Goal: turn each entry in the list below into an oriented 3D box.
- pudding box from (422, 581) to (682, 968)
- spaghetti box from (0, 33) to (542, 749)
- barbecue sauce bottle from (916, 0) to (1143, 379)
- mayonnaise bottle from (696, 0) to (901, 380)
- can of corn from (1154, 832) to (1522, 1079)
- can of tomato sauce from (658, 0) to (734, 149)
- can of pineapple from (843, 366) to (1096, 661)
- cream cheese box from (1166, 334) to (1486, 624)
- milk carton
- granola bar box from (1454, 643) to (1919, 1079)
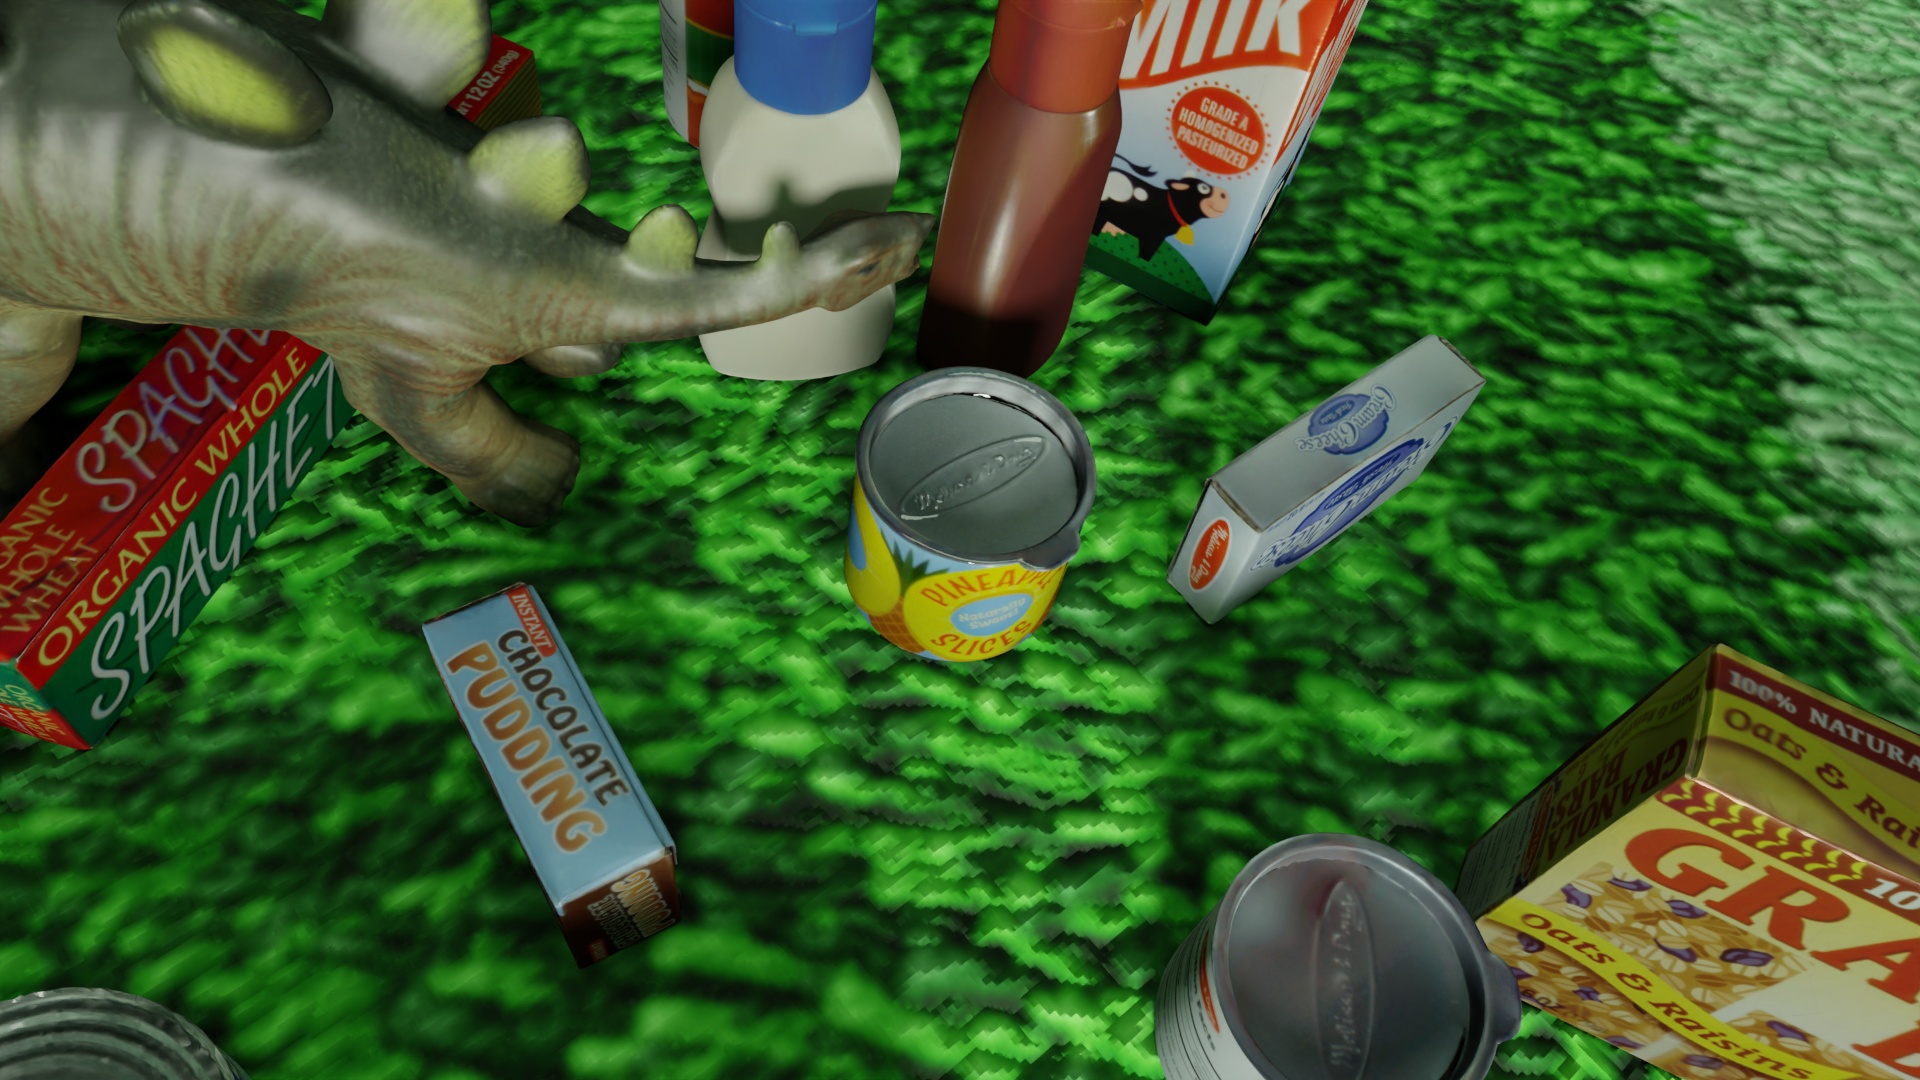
[{"bbox_3d":[-0.100,0.057,0.344,0.030,0.049,0.084,-25,64,-23],"label":"pudding box"},{"bbox_3d":[-0.193,-0.057,0.404,0.029,0.050,0.251,20,56,4],"label":"spaghetti box"},{"bbox_3d":[0.021,-0.110,0.415,0.044,0.147,0.065,32,58,12],"label":"barbecue sauce bottle"},{"bbox_3d":[-0.046,-0.106,0.402,0.065,0.147,0.041,-5,58,-12],"label":"mayonnaise bottle"},{"bbox_3d":[0.087,0.112,0.333,0.071,0.058,0.071,4,57,-6],"label":"can of corn"},{"bbox_3d":[-0.071,-0.185,0.489,0.071,0.082,0.071,4,57,-6],"label":"can of tomato sauce"},{"bbox_3d":[0.001,-0.005,0.396,0.071,0.057,0.071,4,57,-6],"label":"can of pineapple"},{"bbox_3d":[0.111,-0.019,0.426,0.104,0.053,0.024,-31,67,-25],"label":"cream cheese box"},{"bbox_3d":[0.084,-0.166,0.436,0.073,0.189,0.073,28,57,10],"label":"milk carton"},{"bbox_3d":[0.216,0.100,0.321,0.166,0.123,0.039,25,57,8],"label":"granola bar box"}]
